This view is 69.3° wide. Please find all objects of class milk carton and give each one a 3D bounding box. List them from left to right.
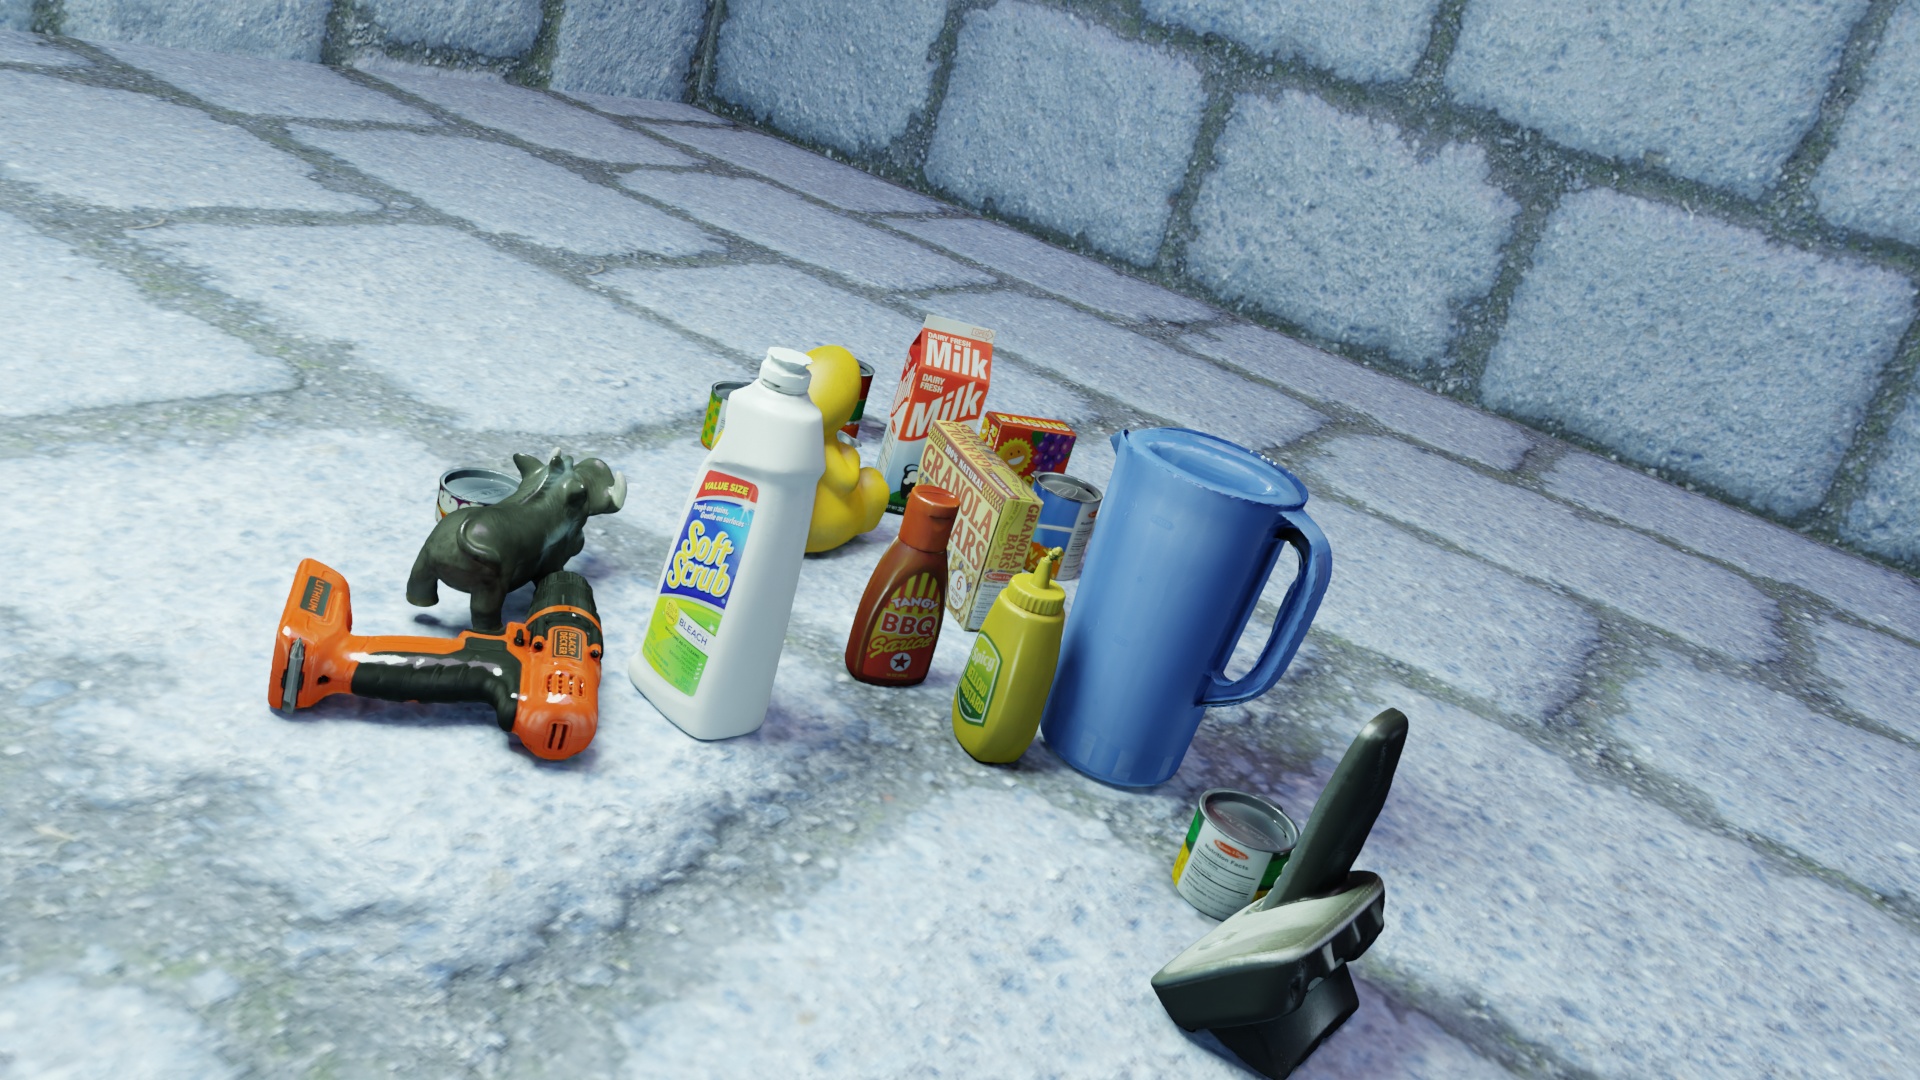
[{"bbox_3d":[-0.025,-0.120,1.337,0.072,0.189,0.074,12,22,-14],"label":"milk carton"}]

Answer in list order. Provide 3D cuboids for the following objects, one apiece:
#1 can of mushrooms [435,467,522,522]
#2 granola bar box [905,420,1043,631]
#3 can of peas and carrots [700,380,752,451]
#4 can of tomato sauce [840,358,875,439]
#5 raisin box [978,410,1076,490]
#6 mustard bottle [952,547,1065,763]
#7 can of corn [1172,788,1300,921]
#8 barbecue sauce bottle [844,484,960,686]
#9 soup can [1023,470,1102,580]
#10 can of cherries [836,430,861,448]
[{"bbox_3d":[-0.366,-0.027,1.068,0.071,0.033,0.071,15,21,-6],"label":"can of mushrooms"},{"bbox_3d":[0.004,-0.015,1.191,0.039,0.123,0.166,6,24,-27],"label":"granola bar box"},{"bbox_3d":[-0.218,-0.119,1.369,0.071,0.058,0.071,15,21,-6],"label":"can of peas and carrots"},{"bbox_3d":[-0.134,-0.149,1.472,0.071,0.082,0.071,15,21,-6],"label":"can of tomato sauce"},{"bbox_3d":[0.051,-0.057,1.331,0.086,0.123,0.040,6,23,-26],"label":"raisin box"},{"bbox_3d":[0.038,0.073,0.951,0.049,0.159,0.065,5,24,-29],"label":"mustard bottle"},{"bbox_3d":[0.176,0.200,0.885,0.071,0.058,0.071,15,21,-6],"label":"can of corn"},{"bbox_3d":[-0.037,0.033,1.010,0.065,0.148,0.044,6,23,-26],"label":"barbecue sauce bottle"},{"bbox_3d":[0.088,-0.015,1.310,0.071,0.083,0.071,15,21,-6],"label":"soup can"},{"bbox_3d":[-0.135,-0.072,1.317,0.071,0.058,0.072,15,21,-6],"label":"can of cherries"}]
